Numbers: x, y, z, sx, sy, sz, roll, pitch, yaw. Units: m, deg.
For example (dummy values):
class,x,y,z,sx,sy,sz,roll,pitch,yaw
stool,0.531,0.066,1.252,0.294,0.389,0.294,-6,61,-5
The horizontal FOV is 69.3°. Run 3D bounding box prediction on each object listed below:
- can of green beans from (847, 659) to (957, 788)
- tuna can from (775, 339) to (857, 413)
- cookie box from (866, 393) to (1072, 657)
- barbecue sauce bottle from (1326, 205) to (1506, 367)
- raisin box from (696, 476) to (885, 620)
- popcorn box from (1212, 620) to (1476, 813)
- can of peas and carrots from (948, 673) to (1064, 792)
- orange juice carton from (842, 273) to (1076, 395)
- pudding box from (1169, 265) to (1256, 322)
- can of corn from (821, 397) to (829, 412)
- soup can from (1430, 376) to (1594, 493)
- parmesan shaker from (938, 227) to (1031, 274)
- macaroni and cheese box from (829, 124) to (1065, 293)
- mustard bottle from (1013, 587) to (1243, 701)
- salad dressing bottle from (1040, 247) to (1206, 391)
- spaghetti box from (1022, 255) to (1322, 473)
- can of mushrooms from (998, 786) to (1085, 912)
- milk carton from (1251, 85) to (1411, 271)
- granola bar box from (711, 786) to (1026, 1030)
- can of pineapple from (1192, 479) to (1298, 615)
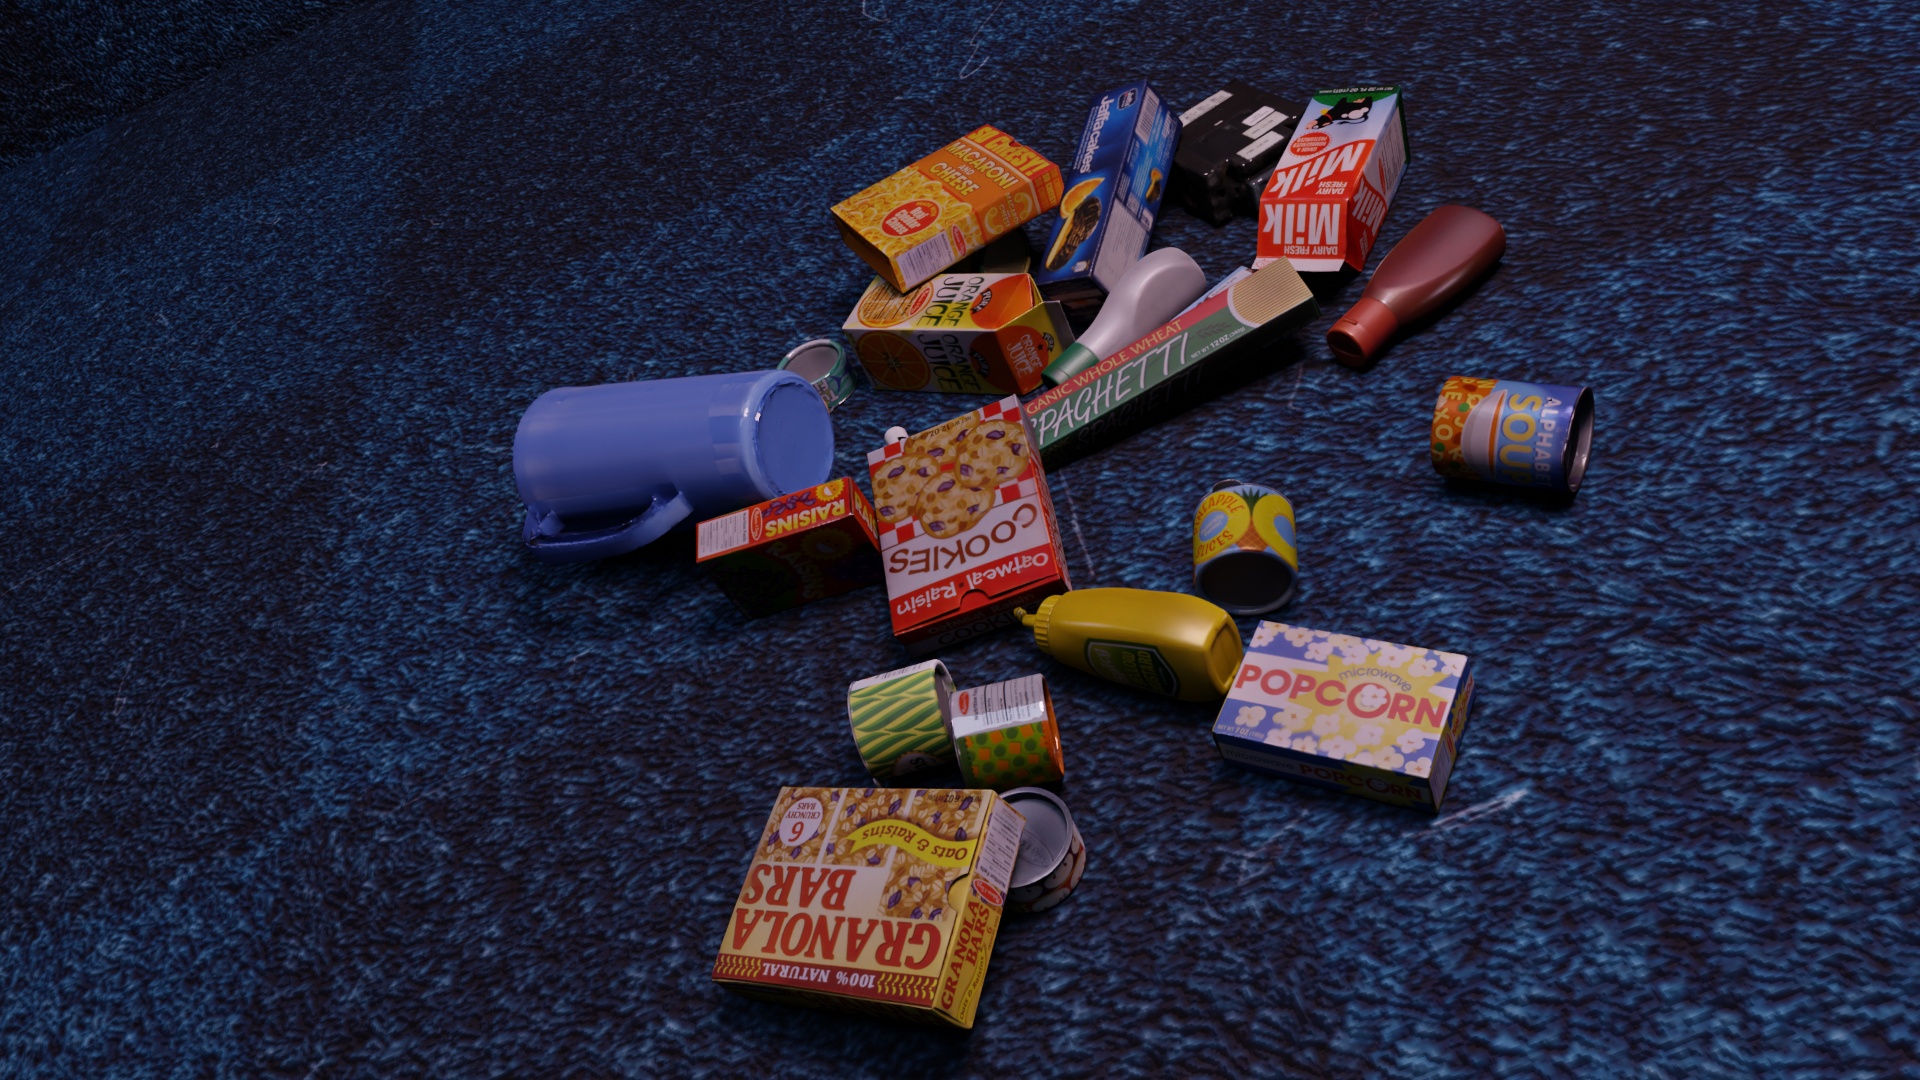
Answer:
class,x,y,z,sx,sy,sz,roll,pitch,yaw
can of green beans,-0.033,0.115,0.886,0.058,0.071,0.071,-17,43,10
tuna can,-0.126,-0.141,1.208,0.071,0.032,0.071,-14,43,14
cookie box,0.004,-0.012,0.989,0.123,0.040,0.168,-21,52,13
barbecue sauce bottle,0.331,-0.186,1.021,0.149,0.043,0.065,-42,44,-15
raisin box,-0.119,0.007,1.019,0.123,0.085,0.040,-16,50,12
popcorn box,0.219,0.098,0.798,0.127,0.038,0.085,9,53,33
can of peas and carrots,0.029,0.121,0.850,0.059,0.070,0.071,-13,44,7
orange juice carton,0.007,-0.171,1.144,0.192,0.071,0.073,6,52,31
pudding box,0.208,-0.174,1.078,0.084,0.030,0.050,-39,45,-13
can of corn,-0.151,-0.100,1.153,0.058,0.071,0.071,17,58,37
soup can,0.347,-0.067,0.876,0.084,0.071,0.072,10,54,34
parmesan shaker,0.005,-0.260,1.235,0.103,0.071,0.071,22,61,40
macaroni and cheese box,-0.011,-0.288,1.192,0.167,0.040,0.124,-32,42,-11
mustard bottle,0.097,0.061,0.880,0.160,0.065,0.049,7,46,39
salad dressing bottle,0.127,-0.167,1.091,0.148,0.064,0.044,-43,41,-8
spaghetti box,0.145,-0.126,1.033,0.250,0.028,0.050,-29,51,10
can of mushrooms,0.036,0.182,0.810,0.071,0.033,0.071,-13,44,13
milk carton,0.295,-0.276,1.105,0.072,0.073,0.191,8,53,32
granola bar box,-0.054,0.205,0.796,0.165,0.039,0.125,-7,51,36
can of pineapple,0.180,0.005,0.887,0.071,0.070,0.058,-9,45,19
